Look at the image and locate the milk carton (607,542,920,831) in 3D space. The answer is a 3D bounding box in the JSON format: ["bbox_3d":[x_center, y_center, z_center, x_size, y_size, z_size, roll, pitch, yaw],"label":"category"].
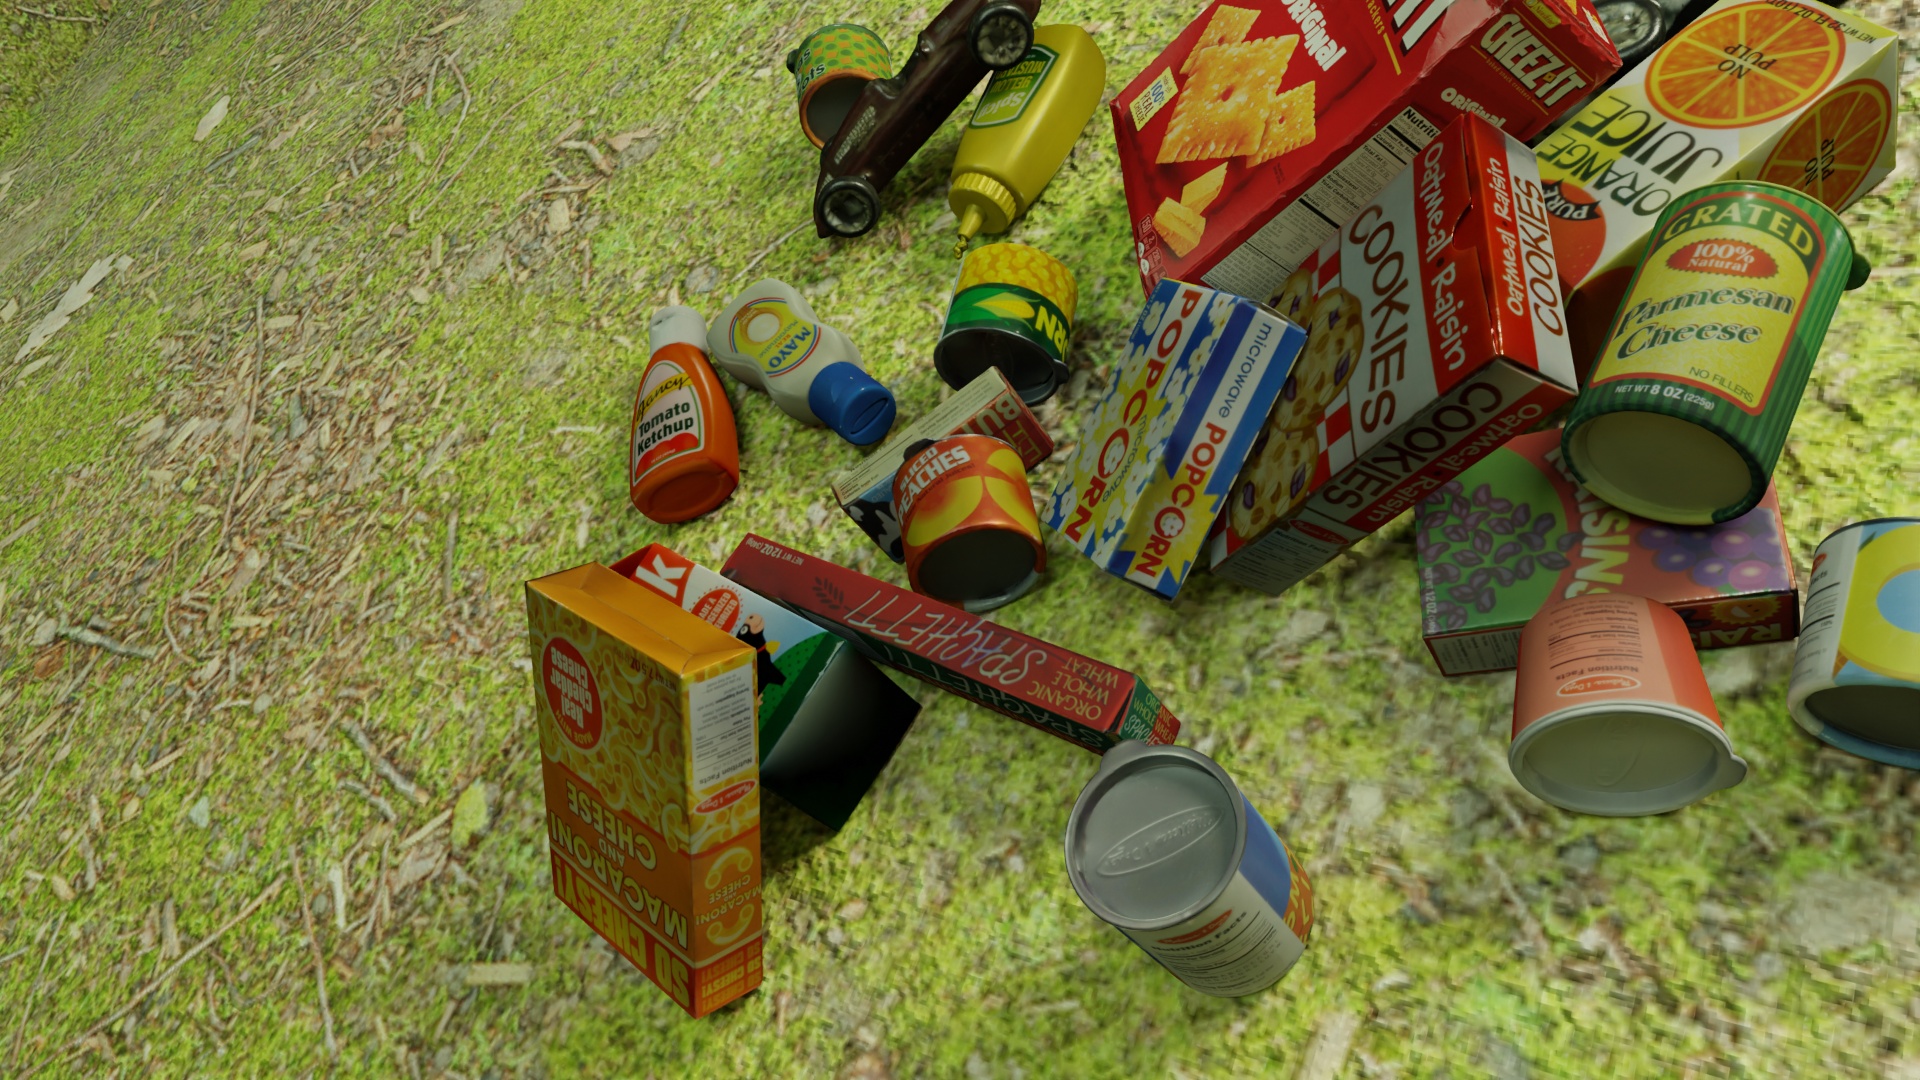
[{"bbox_3d":[-0.119,0.062,0.684,0.191,0.072,0.073,22,73,41],"label":"milk carton"}]

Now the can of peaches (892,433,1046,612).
[{"bbox_3d":[0.002,-0.008,0.657,0.071,0.071,0.058,-25,50,16],"label":"can of peaches"}]

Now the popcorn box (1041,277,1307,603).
[{"bbox_3d":[0.090,-0.047,0.603,0.126,0.038,0.085,-64,21,8],"label":"popcorn box"}]

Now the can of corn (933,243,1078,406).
[{"bbox_3d":[0.027,-0.111,0.719,0.071,0.071,0.058,-5,56,31],"label":"can of corn"}]

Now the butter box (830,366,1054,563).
[{"bbox_3d":[-0.008,-0.037,0.697,0.103,0.053,0.024,-36,44,5],"label":"butter box"}]

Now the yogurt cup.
[{"bbox_3d":[0.222,0.055,0.476,0.072,0.072,0.054,-10,46,27],"label":"yogurt cup"}]

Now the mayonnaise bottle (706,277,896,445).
[{"bbox_3d":[-0.090,-0.101,0.803,0.065,0.041,0.148,-45,46,-5],"label":"mayonnaise bottle"}]

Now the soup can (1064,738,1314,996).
[{"bbox_3d":[0.084,0.119,0.503,0.071,0.083,0.072,-17,51,22],"label":"soup can"}]

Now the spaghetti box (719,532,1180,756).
[{"bbox_3d":[-0.013,0.048,0.641,0.250,0.050,0.029,18,71,40],"label":"spaghetti box"}]

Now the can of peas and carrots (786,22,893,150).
[{"bbox_3d":[-0.078,-0.297,0.916,0.071,0.070,0.059,-24,49,17],"label":"can of peas and carrots"}]

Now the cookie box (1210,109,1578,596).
[{"bbox_3d":[0.162,-0.069,0.558,0.166,0.040,0.123,-45,31,51],"label":"cookie box"}]

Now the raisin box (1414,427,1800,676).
[{"bbox_3d":[0.237,-0.001,0.522,0.123,0.040,0.086,-10,53,26],"label":"raisin box"}]

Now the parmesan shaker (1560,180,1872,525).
[{"bbox_3d":[0.261,-0.064,0.480,0.071,0.071,0.103,14,63,39],"label":"parmesan shaker"}]

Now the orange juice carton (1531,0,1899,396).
[{"bbox_3d":[0.275,-0.131,0.567,0.192,0.073,0.072,-39,46,4],"label":"orange juice carton"}]

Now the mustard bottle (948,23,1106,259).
[{"bbox_3d":[0.031,-0.230,0.812,0.065,0.048,0.161,6,62,42],"label":"mustard bottle"}]

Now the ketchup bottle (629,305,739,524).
[{"bbox_3d":[-0.168,-0.081,0.838,0.064,0.043,0.149,-26,48,15],"label":"ketchup bottle"}]

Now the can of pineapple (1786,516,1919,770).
[{"bbox_3d":[0.303,0.034,0.436,0.071,0.071,0.058,9,64,37],"label":"can of pineapple"}]

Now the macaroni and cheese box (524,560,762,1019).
[{"bbox_3d":[-0.138,0.107,0.614,0.040,0.165,0.124,-19,29,-41],"label":"macaroni and cheese box"}]
